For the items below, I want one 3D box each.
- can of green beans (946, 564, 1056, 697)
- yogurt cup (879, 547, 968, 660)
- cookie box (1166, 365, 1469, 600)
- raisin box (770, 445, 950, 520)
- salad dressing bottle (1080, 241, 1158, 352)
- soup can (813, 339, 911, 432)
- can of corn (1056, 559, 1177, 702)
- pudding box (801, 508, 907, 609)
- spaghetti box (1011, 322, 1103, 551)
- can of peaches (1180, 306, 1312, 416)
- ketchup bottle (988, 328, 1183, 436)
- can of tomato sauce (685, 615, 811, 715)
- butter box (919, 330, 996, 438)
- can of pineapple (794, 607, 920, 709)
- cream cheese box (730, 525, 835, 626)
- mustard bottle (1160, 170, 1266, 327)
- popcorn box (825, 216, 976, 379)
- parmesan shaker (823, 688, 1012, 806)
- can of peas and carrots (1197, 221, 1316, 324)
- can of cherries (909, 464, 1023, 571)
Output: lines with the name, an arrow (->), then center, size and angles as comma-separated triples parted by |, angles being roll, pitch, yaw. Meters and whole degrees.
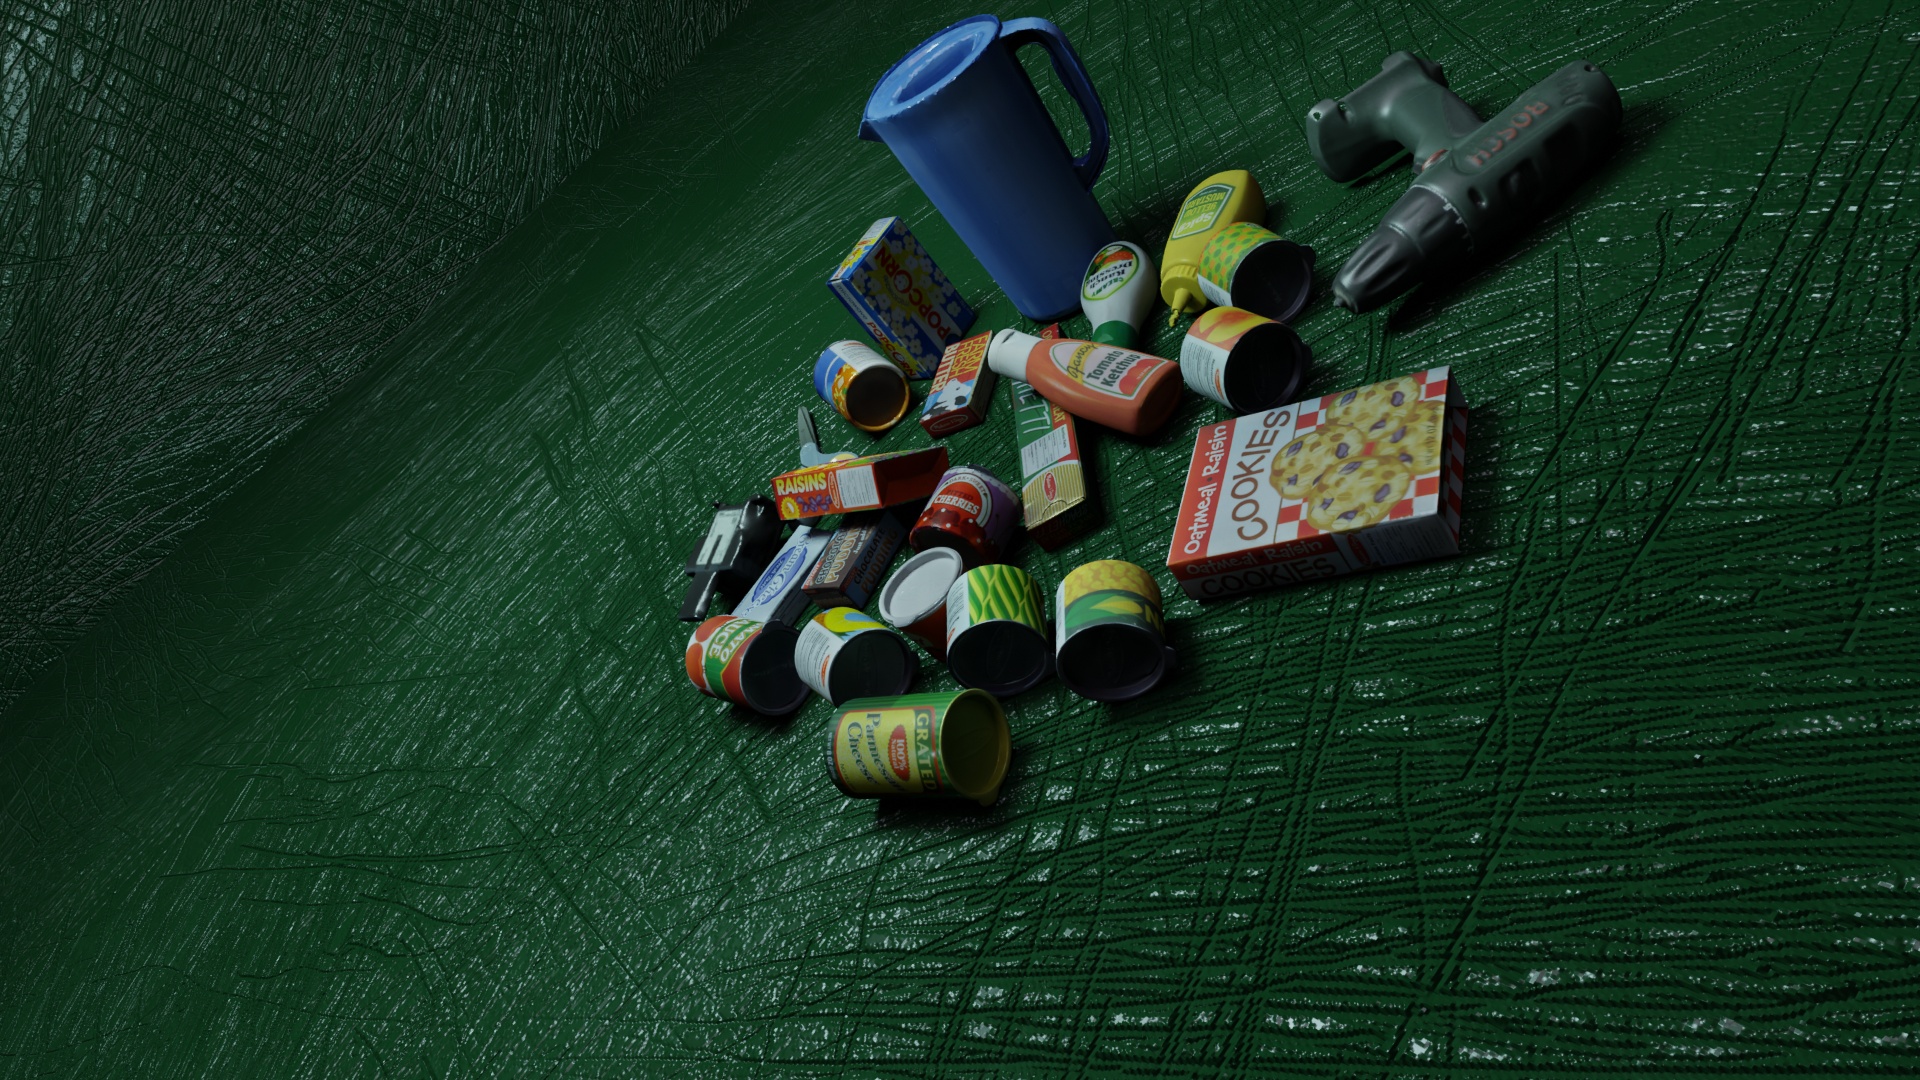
can of green beans -> 0.024, 0.058, 0.901 | 0.071, 0.071, 0.058 | -28, 33, 19
yogurt cup -> -0.014, 0.046, 0.966 | 0.072, 0.053, 0.073 | -27, 34, 20
cookie box -> 0.216, -0.032, 0.840 | 0.167, 0.040, 0.123 | -13, 40, 35
raisin box -> -0.081, -0.047, 1.126 | 0.123, 0.040, 0.086 | -6, 9, 43
salad dressing bottle -> 0.126, -0.183, 1.116 | 0.064, 0.044, 0.148 | -21, 37, 26
soup can -> -0.090, -0.139, 1.268 | 0.071, 0.071, 0.084 | -42, 32, -4
can of corn -> 0.093, 0.054, 0.836 | 0.071, 0.071, 0.058 | -26, 34, 22
pudding box -> -0.084, 0.015, 1.101 | 0.049, 0.030, 0.084 | -4, 46, 45
spaghetti box -> 0.070, -0.087, 1.068 | 0.050, 0.028, 0.251 | -28, 34, 19
can of peaches -> 0.195, -0.124, 0.952 | 0.071, 0.071, 0.058 | -43, 31, -4
ketchup bottle -> 0.089, -0.123, 1.037 | 0.149, 0.043, 0.065 | 22, 54, 34
can of tomato sauce -> -0.160, 0.091, 1.047 | 0.083, 0.071, 0.071 | 5, 53, 50
butter box -> 0.003, -0.136, 1.204 | 0.053, 0.024, 0.104 | -16, 39, 32
can of pineapple -> -0.073, 0.085, 0.971 | 0.071, 0.071, 0.058 | -48, 32, -12
cream cheese box -> -0.140, 0.035, 1.140 | 0.053, 0.024, 0.104 | 8, 55, 49
mustard bottle -> 0.192, -0.227, 1.096 | 0.065, 0.048, 0.161 | -9, 43, 42
popcorn box -> -0.053, -0.220, 1.270 | 0.038, 0.126, 0.085 | 0, 49, 50
parmesan shaker -> -0.028, 0.131, 0.867 | 0.103, 0.071, 0.072 | -10, 43, 40
can of peas and carrots -> 0.217, -0.196, 1.017 | 0.071, 0.070, 0.059 | -39, 31, 3
can of cherries -> 0.004, -0.013, 1.005 | 0.071, 0.071, 0.058 | -3, 48, 45
